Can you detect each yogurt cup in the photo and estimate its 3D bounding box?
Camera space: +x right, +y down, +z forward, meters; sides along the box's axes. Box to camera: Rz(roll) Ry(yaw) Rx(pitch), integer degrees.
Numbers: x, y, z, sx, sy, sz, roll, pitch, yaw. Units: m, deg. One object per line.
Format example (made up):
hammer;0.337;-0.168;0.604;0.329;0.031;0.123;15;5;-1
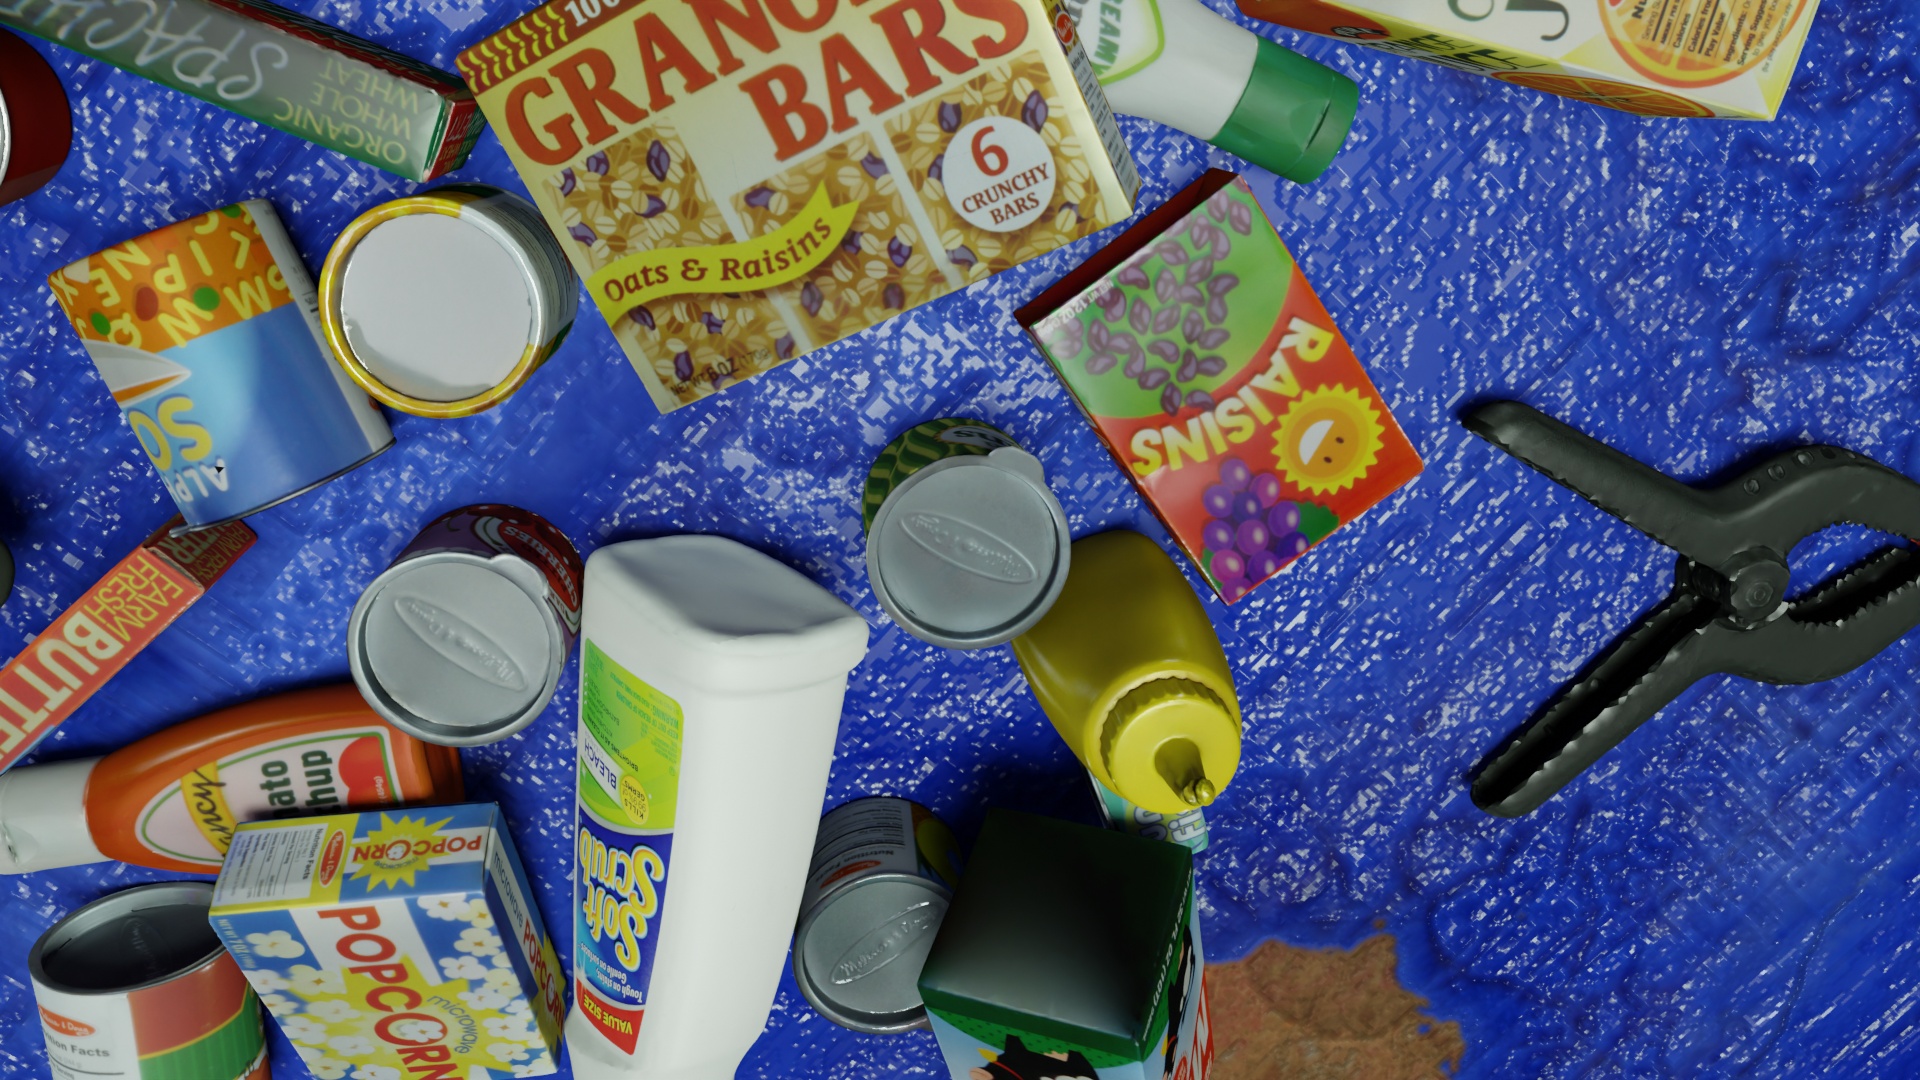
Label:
yogurt cup;-0.299;-0.124;0.402;0.072;0.054;0.072;-2;108;-6

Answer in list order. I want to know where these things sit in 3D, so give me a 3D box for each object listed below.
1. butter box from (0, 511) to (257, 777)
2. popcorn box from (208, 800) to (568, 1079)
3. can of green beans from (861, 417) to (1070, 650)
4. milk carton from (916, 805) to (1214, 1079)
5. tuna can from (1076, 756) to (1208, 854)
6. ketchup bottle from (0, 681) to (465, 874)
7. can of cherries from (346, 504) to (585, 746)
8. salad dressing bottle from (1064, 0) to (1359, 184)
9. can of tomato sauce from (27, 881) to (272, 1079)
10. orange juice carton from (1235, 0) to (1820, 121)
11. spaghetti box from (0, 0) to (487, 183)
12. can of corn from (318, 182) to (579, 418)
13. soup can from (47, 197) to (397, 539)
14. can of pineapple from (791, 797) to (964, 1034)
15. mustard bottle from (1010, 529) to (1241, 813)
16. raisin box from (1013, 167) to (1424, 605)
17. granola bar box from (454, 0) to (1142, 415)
butter box;-0.282;0.032;0.454;0.103;0.053;0.024;-40;110;7
popcorn box;-0.192;0.144;0.483;0.085;0.038;0.126;-5;134;-5
can of green beans;0.000;-0.004;0.472;0.071;0.058;0.071;-2;108;-6
milk carton;0.047;0.185;0.499;0.073;0.073;0.189;7;137;21
tuna can;0.063;0.086;0.501;0.033;0.071;0.071;-20;109;-1
ketchup bottle;-0.254;0.087;0.480;0.149;0.044;0.064;-7;111;-3
can of cherries;-0.159;0.025;0.463;0.071;0.058;0.071;-2;107;-5
salad dressing bottle;0.053;-0.157;0.437;0.148;0.044;0.064;20;108;-12
can of tomato sauce;-0.283;0.174;0.494;0.071;0.071;0.082;0;108;-6
orange juice carton;0.156;-0.186;0.425;0.193;0.072;0.072;10;106;-10
spaghetti box;-0.264;-0.163;0.396;0.250;0.050;0.028;20;107;-12
can of corn;-0.159;-0.074;0.431;0.071;0.058;0.071;-2;108;-6
soup can;-0.226;-0.053;0.425;0.071;0.071;0.083;-21;108;1
can of pineapple;-0.028;0.139;0.514;0.071;0.058;0.070;-2;108;-5
mustard bottle;0.055;0.046;0.440;0.065;0.161;0.048;-30;110;5
raisin box;0.089;-0.051;0.477;0.086;0.040;0.123;-36;107;5
granola bar box;-0.046;-0.124;0.410;0.165;0.039;0.124;-19;112;22
